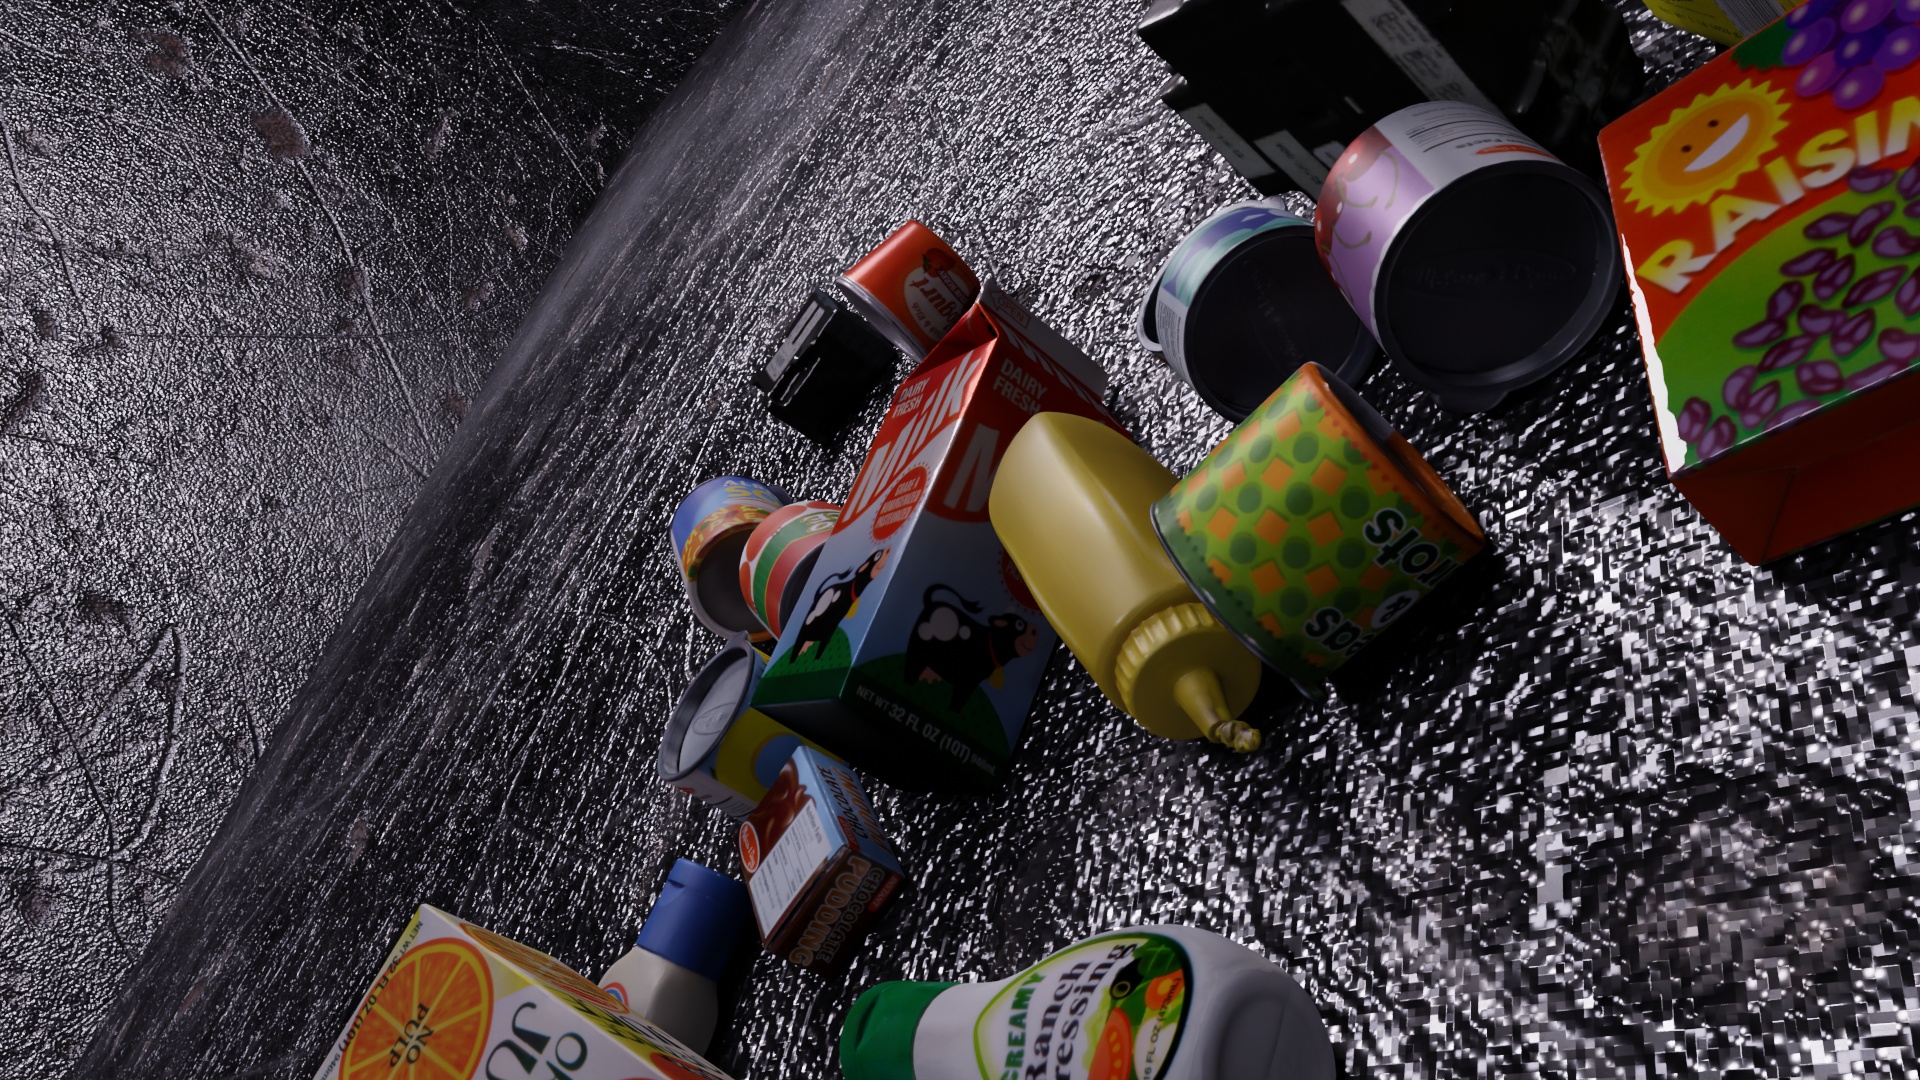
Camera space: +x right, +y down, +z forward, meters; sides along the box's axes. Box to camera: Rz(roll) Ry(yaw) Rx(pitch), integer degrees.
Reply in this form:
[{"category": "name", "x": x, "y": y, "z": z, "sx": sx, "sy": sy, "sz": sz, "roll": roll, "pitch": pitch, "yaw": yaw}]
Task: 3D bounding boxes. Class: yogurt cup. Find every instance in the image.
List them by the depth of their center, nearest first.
[{"category": "yogurt cup", "x": -0.026, "y": -0.137, "z": 0.758, "sx": 0.054, "sy": 0.072, "sz": 0.072, "roll": -47, "pitch": 24, "yaw": -2}]

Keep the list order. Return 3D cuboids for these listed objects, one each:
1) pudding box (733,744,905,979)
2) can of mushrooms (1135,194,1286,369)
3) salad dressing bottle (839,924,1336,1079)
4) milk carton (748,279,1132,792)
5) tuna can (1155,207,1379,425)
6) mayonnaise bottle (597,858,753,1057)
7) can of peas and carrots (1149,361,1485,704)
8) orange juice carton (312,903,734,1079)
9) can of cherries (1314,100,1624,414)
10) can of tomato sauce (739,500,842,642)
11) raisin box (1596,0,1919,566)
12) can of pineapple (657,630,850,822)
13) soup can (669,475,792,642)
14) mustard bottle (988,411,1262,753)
[{"category": "pudding box", "x": -0.055, "y": 0.118, "z": 0.523, "sx": 0.049, "sy": 0.030, "sz": 0.084, "roll": -54, "pitch": 24, "yaw": 4}, {"category": "can of mushrooms", "x": 0.100, "y": -0.088, "z": 0.502, "sx": 0.070, "sy": 0.033, "sz": 0.071, "roll": -42, "pitch": 27, "yaw": 27}, {"category": "salad dressing bottle", "x": 0.023, "y": 0.130, "z": 0.349, "sx": 0.147, "sy": 0.044, "sz": 0.064, "roll": -23, "pitch": 35, "yaw": 50}, {"category": "milk carton", "x": 0.002, "y": -0.007, "z": 0.528, "sx": 0.073, "sy": 0.072, "sz": 0.191, "roll": -15, "pitch": 45, "yaw": 56}, {"category": "tuna can", "x": 0.100, "y": -0.073, "z": 0.444, "sx": 0.071, "sy": 0.071, "sz": 0.033, "roll": -50, "pitch": 24, "yaw": 12}, {"category": "mayonnaise bottle", "x": -0.127, "y": 0.198, "z": 0.537, "sx": 0.064, "sy": 0.041, "sz": 0.148, "roll": -4, "pitch": 55, "yaw": 53}, {"category": "can of peas and carrots", "x": 0.095, "y": -0.003, "z": 0.365, "sx": 0.058, "sy": 0.071, "sz": 0.071, "roll": -45, "pitch": 26, "yaw": 20}, {"category": "orange juice carton", "x": -0.121, "y": 0.194, "z": 0.452, "sx": 0.193, "sy": 0.073, "sz": 0.072, "roll": 15, "pitch": 69, "yaw": 39}, {"category": "can of cherries", "x": 0.137, "y": -0.079, "z": 0.386, "sx": 0.071, "sy": 0.071, "sz": 0.059, "roll": -45, "pitch": 26, "yaw": 21}, {"category": "can of tomato sauce", "x": -0.055, "y": 0.019, "z": 0.605, "sx": 0.071, "sy": 0.071, "sz": 0.083, "roll": -56, "pitch": 23, "yaw": -3}, {"category": "raisin box", "x": 0.193, "y": -0.066, "z": 0.298, "sx": 0.085, "sy": 0.040, "sz": 0.124, "roll": -33, "pitch": 33, "yaw": 41}, {"category": "can of pineapple", "x": -0.084, "y": 0.083, "z": 0.587, "sx": 0.070, "sy": 0.058, "sz": 0.071, "roll": -41, "pitch": 28, "yaw": 28}, {"category": "soup can", "x": -0.113, "y": 0.007, "z": 0.728, "sx": 0.071, "sy": 0.071, "sz": 0.084, "roll": -53, "pitch": 25, "yaw": 4}, {"category": "mustard bottle", "x": 0.053, "y": 0.015, "z": 0.419, "sx": 0.048, "sy": 0.065, "sz": 0.161, "roll": -60, "pitch": 24, "yaw": 21}]
